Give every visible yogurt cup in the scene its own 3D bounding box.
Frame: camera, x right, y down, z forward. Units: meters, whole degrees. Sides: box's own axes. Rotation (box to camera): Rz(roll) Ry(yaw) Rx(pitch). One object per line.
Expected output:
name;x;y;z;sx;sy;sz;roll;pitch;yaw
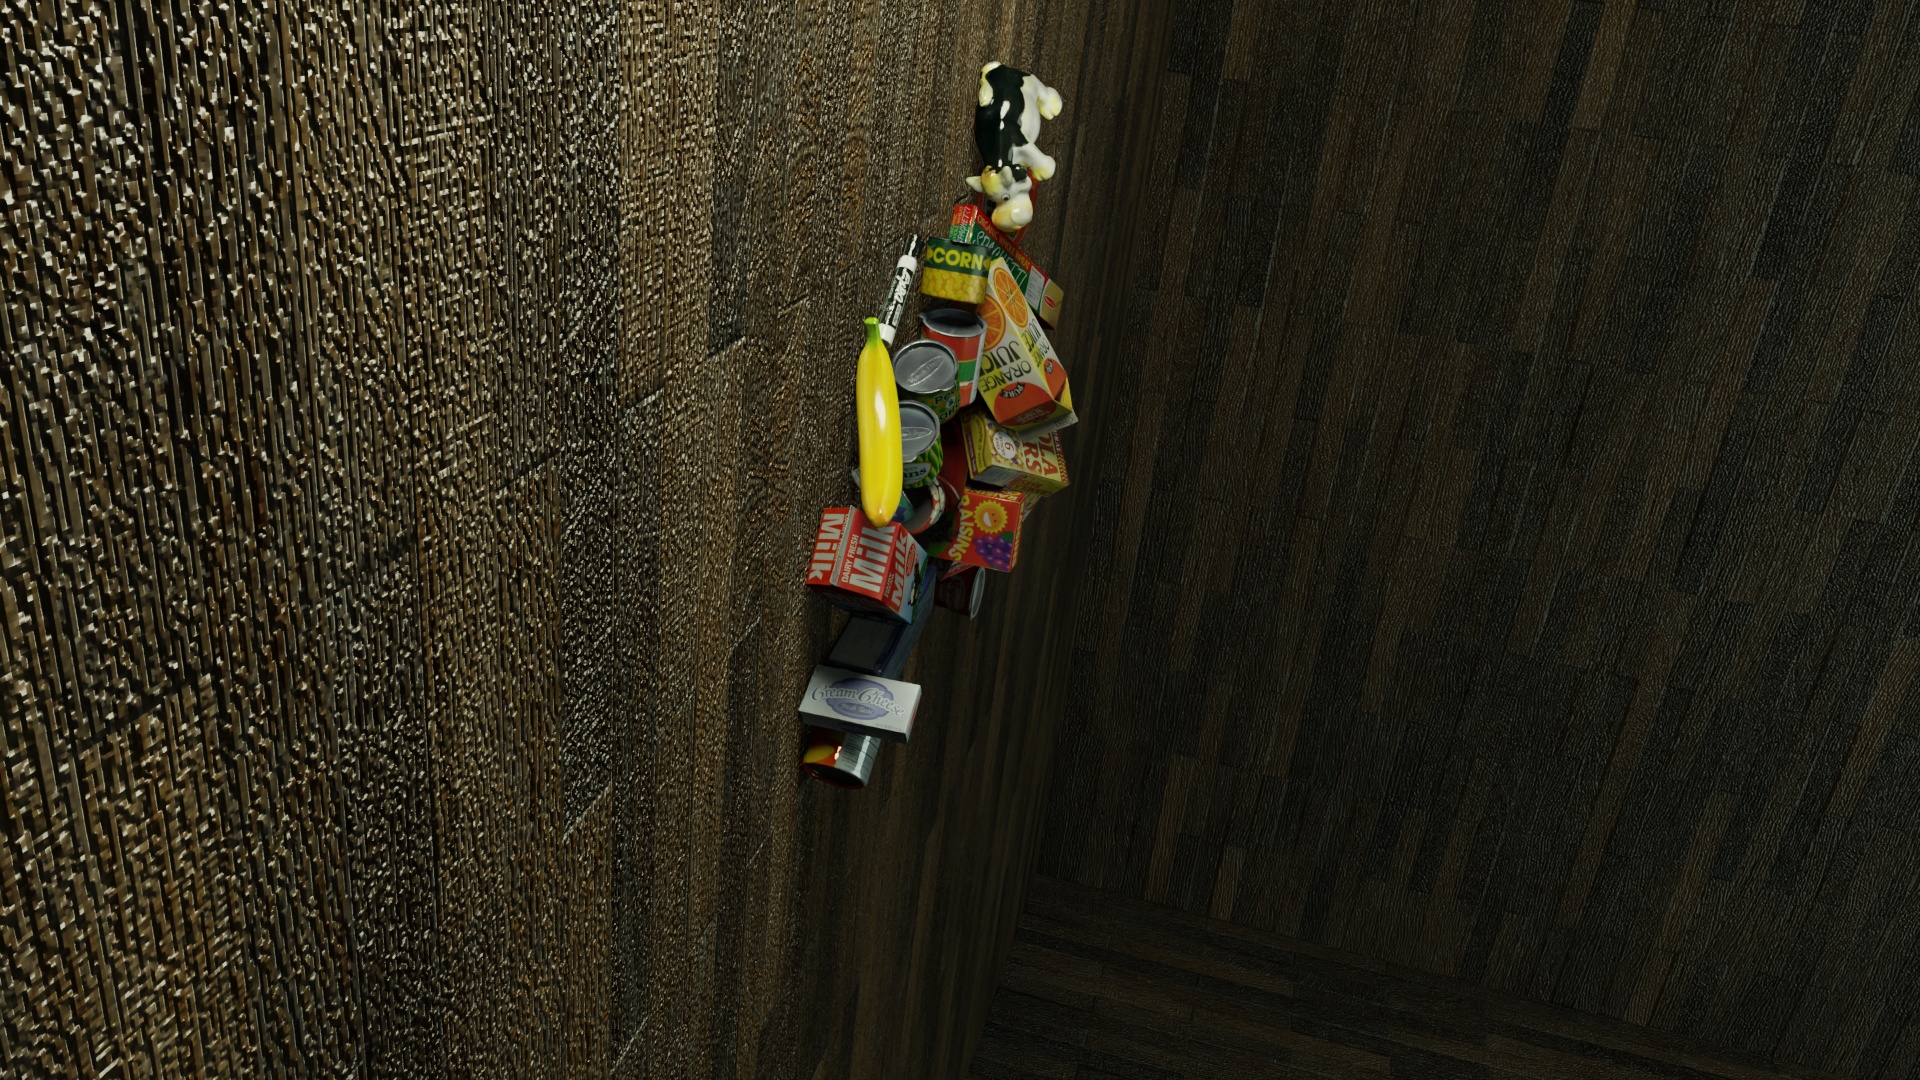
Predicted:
yogurt cup;-0.002;0.061;1.780;0.072;0.054;0.072;10;92;-79

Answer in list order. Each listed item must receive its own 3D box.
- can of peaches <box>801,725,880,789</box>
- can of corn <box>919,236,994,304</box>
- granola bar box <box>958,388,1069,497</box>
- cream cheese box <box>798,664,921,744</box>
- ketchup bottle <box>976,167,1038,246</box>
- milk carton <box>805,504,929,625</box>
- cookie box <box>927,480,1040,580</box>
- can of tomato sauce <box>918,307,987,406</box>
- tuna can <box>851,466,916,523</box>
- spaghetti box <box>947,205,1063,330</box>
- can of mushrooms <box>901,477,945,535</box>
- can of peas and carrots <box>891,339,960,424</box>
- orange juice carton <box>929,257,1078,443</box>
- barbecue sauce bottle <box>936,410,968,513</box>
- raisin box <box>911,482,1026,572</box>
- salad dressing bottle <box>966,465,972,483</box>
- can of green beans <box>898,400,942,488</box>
can of peaches;-0.114;0.199;1.327;0.071;0.071;0.058;81;23;-62
can of corn;-0.004;-0.269;1.384;0.071;0.071;0.058;-35;136;-75
granola bar box;0.055;-0.139;1.562;0.124;0.039;0.166;12;59;-42
cream cheese box;-0.092;0.151;1.281;0.024;0.104;0.053;84;20;-53
ketchup bottle;0.047;-0.359;1.577;0.148;0.065;0.044;101;2;-53
milk carton;-0.086;0.023;1.256;0.190;0.073;0.072;56;46;-75
cookie box;0.037;-0.035;1.645;0.123;0.040;0.166;-22;153;-49
can of tomato sauce;-0.013;-0.188;1.424;0.071;0.071;0.082;-62;165;-55
tuna can;-0.070;-0.043;1.282;0.071;0.033;0.071;58;0;1
spaghetti box;0.054;-0.303;1.560;0.250;0.029;0.050;26;75;-61
can of mushrooms;-0.051;-0.037;1.390;0.033;0.071;0.071;-39;140;-73
can of peas and carrots;-0.031;-0.152;1.358;0.058;0.071;0.071;85;20;-59
orange juice carton;0.052;-0.196;1.483;0.192;0.071;0.073;59;28;-17
barbecue sauce bottle;-0.019;-0.097;1.524;0.043;0.065;0.149;-37;-156;33
raisin box;0.006;-0.019;1.549;0.040;0.123;0.085;-48;147;-69
salad dressing bottle;0.014;-0.084;1.639;0.147;0.064;0.044;107;-6;-73
can of green beans;-0.051;-0.092;1.334;0.057;0.071;0.071;84;21;-60
